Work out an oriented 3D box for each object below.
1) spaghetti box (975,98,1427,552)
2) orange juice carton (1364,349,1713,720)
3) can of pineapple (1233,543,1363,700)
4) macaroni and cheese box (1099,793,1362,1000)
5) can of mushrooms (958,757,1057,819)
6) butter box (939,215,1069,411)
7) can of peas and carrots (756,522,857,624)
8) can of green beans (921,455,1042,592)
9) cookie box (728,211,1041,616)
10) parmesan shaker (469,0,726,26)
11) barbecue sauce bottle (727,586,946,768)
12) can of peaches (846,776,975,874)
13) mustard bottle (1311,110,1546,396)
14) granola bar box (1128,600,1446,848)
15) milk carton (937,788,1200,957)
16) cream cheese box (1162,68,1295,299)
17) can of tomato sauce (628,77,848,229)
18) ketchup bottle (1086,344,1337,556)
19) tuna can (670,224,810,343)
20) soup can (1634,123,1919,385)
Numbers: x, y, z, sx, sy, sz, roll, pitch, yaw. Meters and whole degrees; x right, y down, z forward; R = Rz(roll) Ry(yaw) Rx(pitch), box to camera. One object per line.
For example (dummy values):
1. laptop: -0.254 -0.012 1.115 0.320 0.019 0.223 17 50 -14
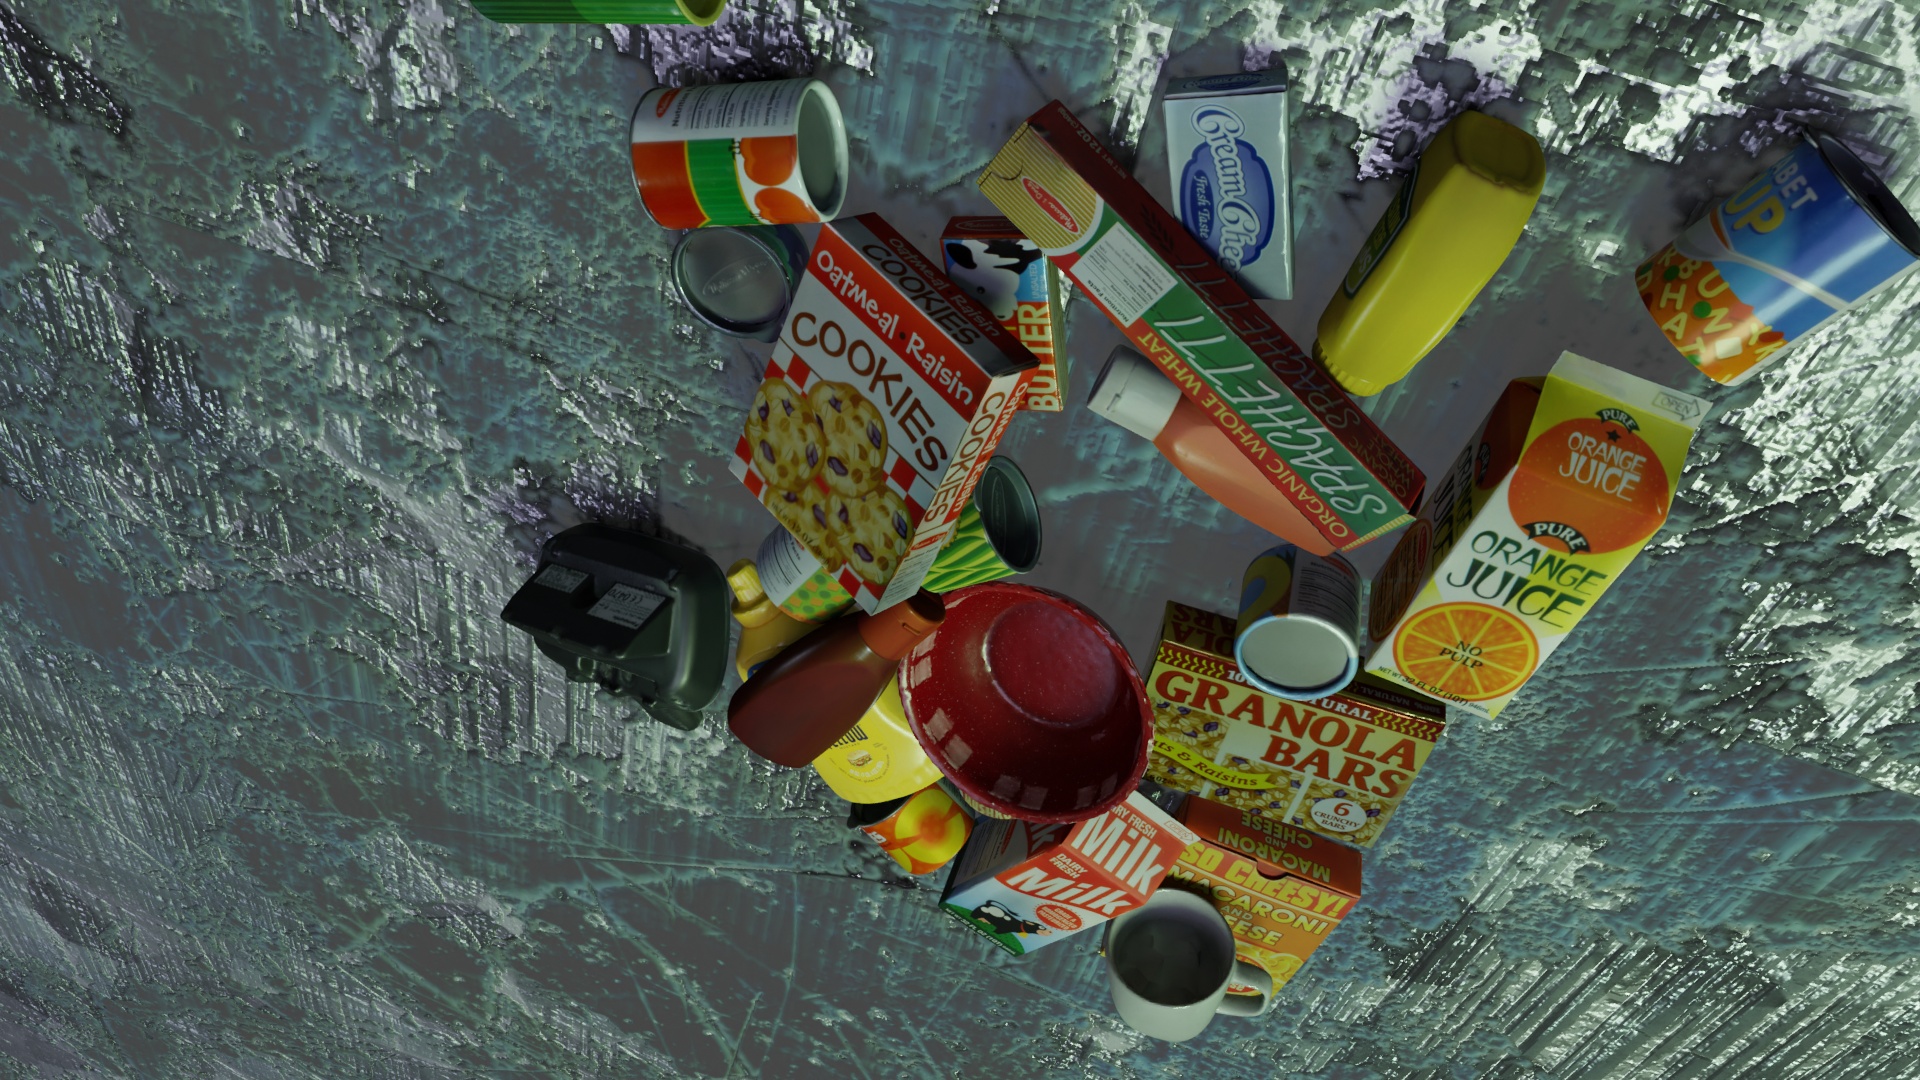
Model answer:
1. spaghetti box: 0.112 -0.095 0.640 0.250 0.029 0.050 44 144 -5
2. orange juice carton: 0.272 -0.006 0.671 0.072 0.073 0.191 22 133 1
3. can of pineapple: 0.184 0.046 0.758 0.071 0.058 0.070 10 132 11
4. macaroni and cheese box: 0.182 0.251 0.950 0.124 0.040 0.165 21 134 1
5. can of mushrooms: 0.029 0.145 0.890 0.071 0.071 0.033 9 133 12
6. butter box: 0.024 -0.112 0.699 0.053 0.024 0.103 4 131 16
7. can of peas and carrots: -0.075 0.008 0.812 0.071 0.071 0.058 37 132 -14
8. can of green beans: 0.004 -0.008 0.768 0.057 0.071 0.071 -15 123 30
9. cookie box: -0.044 -0.063 0.709 0.123 0.040 0.166 45 131 19
10. parmesan shaker: -0.160 -0.262 0.607 0.103 0.072 0.071 6 131 15
11. barbecue sauce bottle: -0.070 0.075 0.814 0.065 0.044 0.148 35 121 -25
12. can of peaches: -0.034 0.187 0.949 0.071 0.071 0.058 -25 119 34
13. mustard bottle: 0.195 -0.110 0.616 0.049 0.066 0.159 25 138 0
14. granola bar box: 0.186 0.112 0.827 0.166 0.039 0.123 16 133 6
15. milk carton: 0.071 0.205 0.913 0.072 0.074 0.189 36 138 -12
16. cream cheese box: 0.122 -0.157 0.625 0.053 0.024 0.103 2 130 17
17. can of tomato sauce: -0.102 -0.180 0.656 0.083 0.071 0.070 2 130 17
18. ketchup bottle: 0.137 -0.049 0.701 0.149 0.044 0.064 27 131 -4
19. tuna can: -0.111 -0.139 0.717 0.071 0.033 0.070 10 132 11
20. soup can: 0.329 -0.115 0.563 0.071 0.072 0.083 36 132 -13
